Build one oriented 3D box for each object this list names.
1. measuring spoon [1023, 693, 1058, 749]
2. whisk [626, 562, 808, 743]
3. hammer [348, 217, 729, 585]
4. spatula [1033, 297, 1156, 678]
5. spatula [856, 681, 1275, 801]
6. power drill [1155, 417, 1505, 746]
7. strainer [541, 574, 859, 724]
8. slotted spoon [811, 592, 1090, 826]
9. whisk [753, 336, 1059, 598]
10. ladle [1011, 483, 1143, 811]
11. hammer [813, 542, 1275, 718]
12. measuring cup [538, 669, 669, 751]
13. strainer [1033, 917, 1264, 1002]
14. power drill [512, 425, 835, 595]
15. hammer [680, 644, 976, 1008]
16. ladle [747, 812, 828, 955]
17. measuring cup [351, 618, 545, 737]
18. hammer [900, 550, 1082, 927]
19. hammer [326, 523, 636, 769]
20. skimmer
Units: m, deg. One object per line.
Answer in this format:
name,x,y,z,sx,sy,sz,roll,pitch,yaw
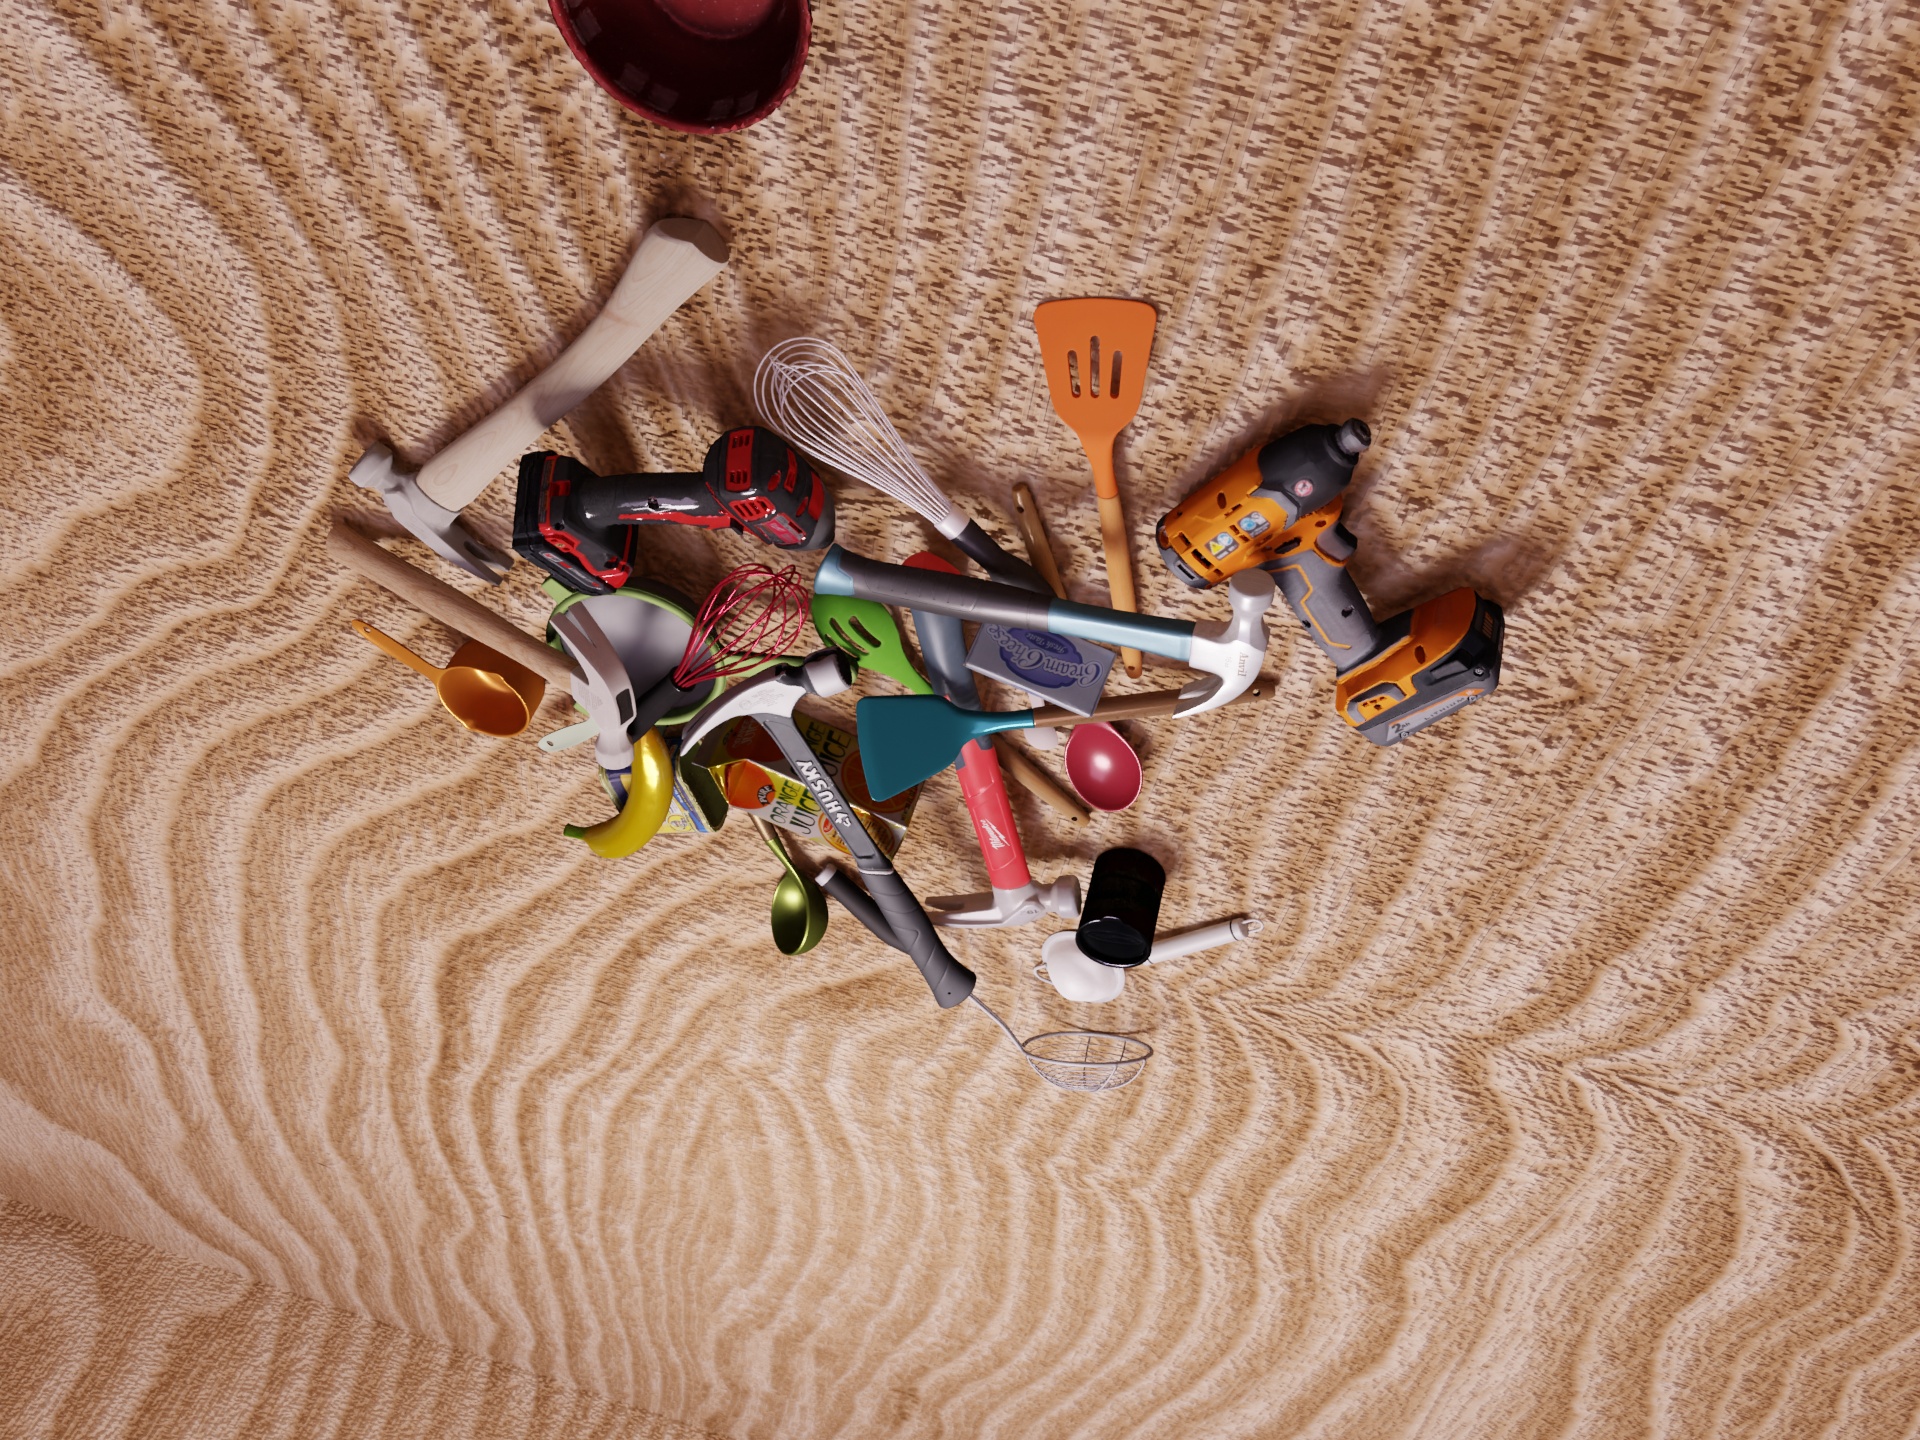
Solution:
measuring spoon,0.053,-0.023,1.268,0.034,0.018,0.124,32,148,43
whisk,-0.205,-0.041,1.231,0.073,0.073,0.296,37,137,-18
hammer,-0.298,-0.233,1.176,0.410,0.038,0.146,-27,122,39
spatula,0.109,-0.149,1.122,0.081,0.041,0.322,4,140,17
spatula,0.082,-0.001,1.213,0.317,0.044,0.082,-7,101,5
power drill,0.264,-0.098,1.073,0.226,0.084,0.164,40,135,-15
strainer,-0.205,-0.066,1.296,0.256,0.069,0.151,5,135,7
slotted spoon,-0.002,-0.004,1.311,0.313,0.031,0.070,40,130,-23
whisk,-0.028,-0.163,1.124,0.284,0.070,0.070,40,134,-21
ladle,0.085,-0.050,1.230,0.069,0.031,0.315,3,134,27
hammer,0.051,-0.078,1.119,0.331,0.033,0.128,12,139,15
measuring cup,-0.319,-0.008,1.420,0.167,0.038,0.083,-19,125,37
strainer,0.165,0.219,1.473,0.258,0.050,0.086,-22,109,33
power drill,-0.201,-0.151,1.160,0.220,0.079,0.143,-5,163,19
hammer,-0.084,0.112,1.325,0.149,0.036,0.408,-19,129,12
ladle,-0.196,0.094,1.467,0.078,0.062,0.319,40,158,51
measuring cup,-0.449,-0.055,1.409,0.173,0.052,0.095,33,137,-11
hammer,-0.004,0.030,1.299,0.143,0.038,0.385,-6,130,13
hammer,-0.394,-0.083,1.292,0.331,0.031,0.130,28,136,21
skimmer,0.024,0.238,1.537,0.363,0.090,0.127,41,178,-6
